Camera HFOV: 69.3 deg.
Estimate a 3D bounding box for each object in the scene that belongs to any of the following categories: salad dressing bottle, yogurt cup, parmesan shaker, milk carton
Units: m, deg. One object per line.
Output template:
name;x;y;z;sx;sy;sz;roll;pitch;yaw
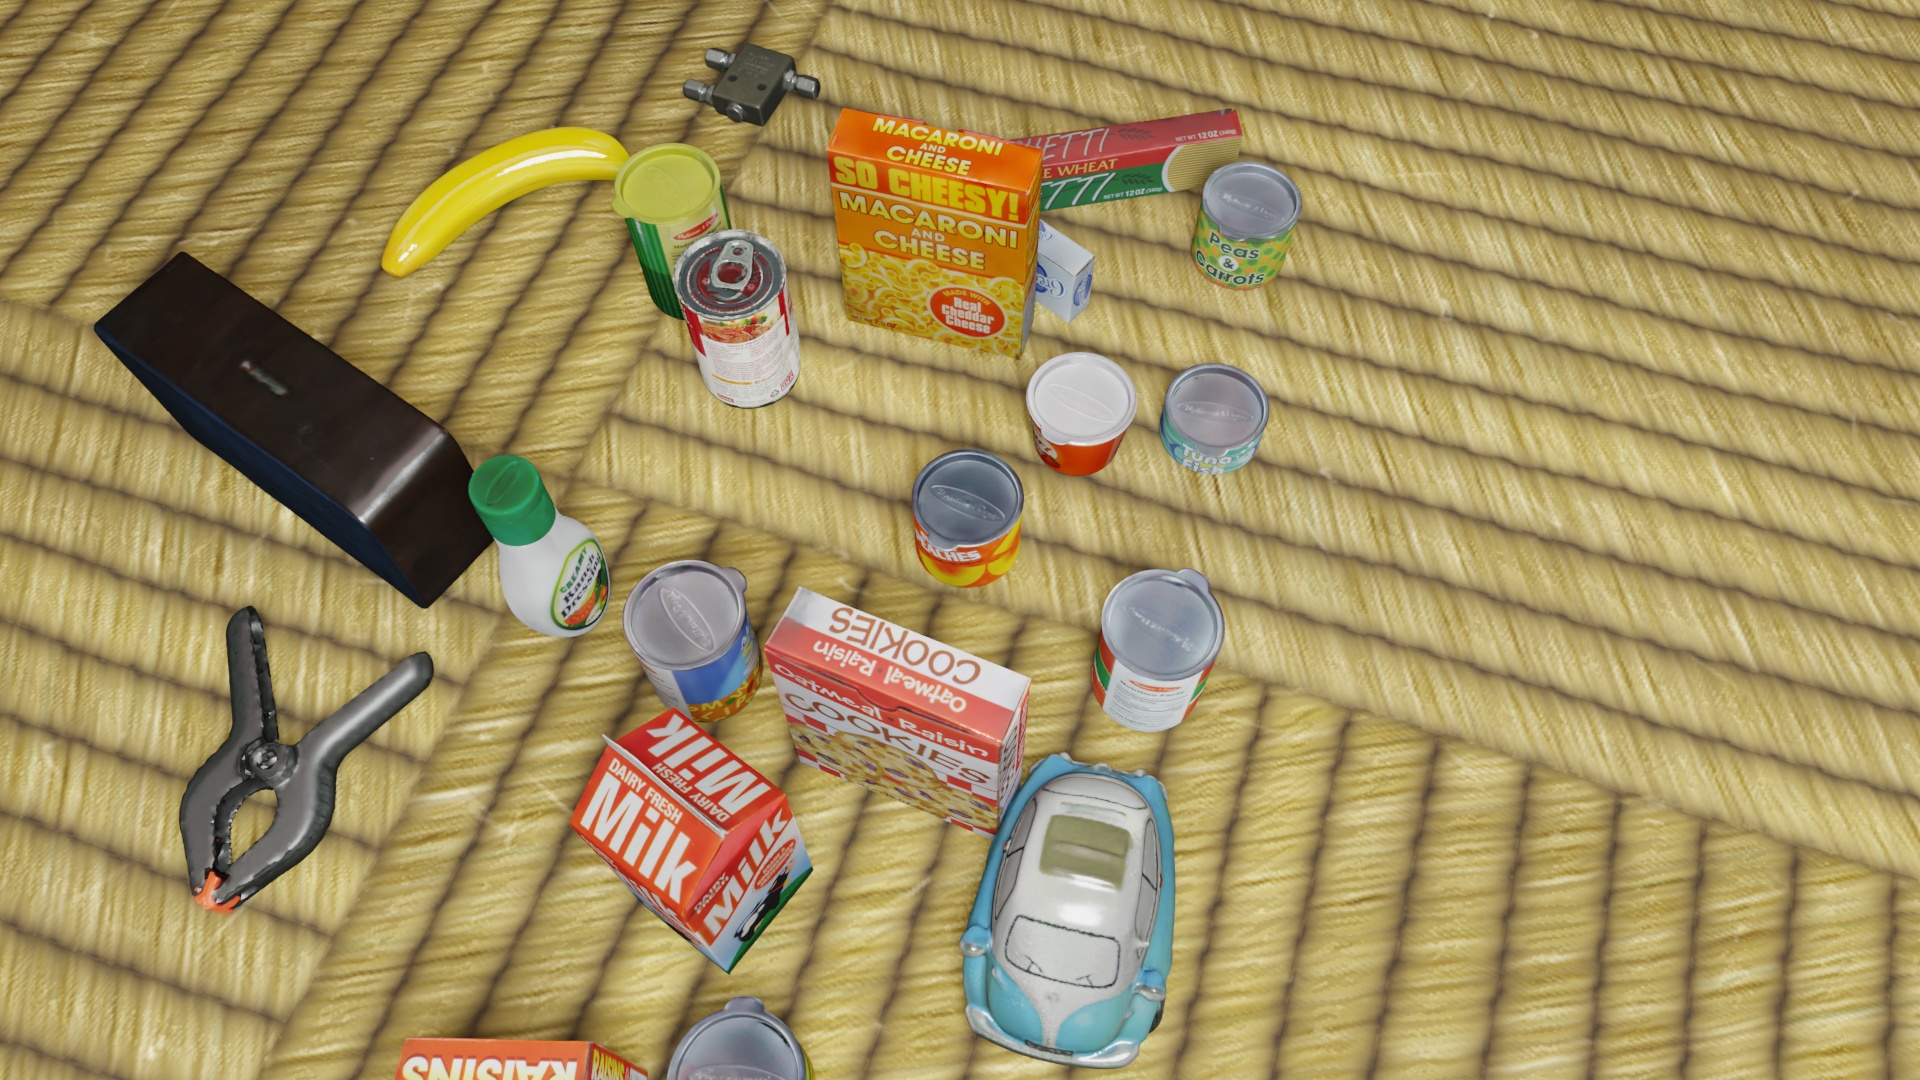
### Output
salad dressing bottle;-0.236;0.005;0.778;0.044;0.147;0.064;21;64;11
yogurt cup;0.075;-0.077;0.874;0.072;0.053;0.073;0;62;0
parmesan shaker;-0.185;-0.199;0.912;0.071;0.102;0.071;0;62;0
milk carton;-0.129;0.146;0.679;0.072;0.189;0.074;34;67;16

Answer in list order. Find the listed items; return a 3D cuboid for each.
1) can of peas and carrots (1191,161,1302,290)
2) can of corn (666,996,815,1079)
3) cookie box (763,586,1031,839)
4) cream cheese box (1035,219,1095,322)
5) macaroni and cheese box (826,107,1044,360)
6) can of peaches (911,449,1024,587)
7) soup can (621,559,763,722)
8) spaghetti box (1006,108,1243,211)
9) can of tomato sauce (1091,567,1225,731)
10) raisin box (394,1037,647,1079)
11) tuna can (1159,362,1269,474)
can of peas and carrots;0.192;-0.211;0.942;0.071;0.058;0.071;0;62;0
can of corn;-0.107;0.268;0.689;0.071;0.058;0.071;0;62;0
cookie box;-0.030;0.095;0.719;0.123;0.166;0.040;20;64;11
cream cheese box;0.043;-0.195;0.937;0.104;0.053;0.024;37;69;18
macaroni and cheese box;-0.014;-0.188;0.870;0.124;0.165;0.040;14;63;7
can of peaches;0.003;-0.010;0.836;0.071;0.057;0.071;0;62;0
soup can;-0.147;0.057;0.786;0.071;0.083;0.071;0;62;0
spaghetti box;0.072;-0.259;0.973;0.250;0.050;0.029;-10;63;-5
can of tomato sauce;0.110;0.062;0.784;0.071;0.082;0.071;0;62;0
raisin box;-0.204;0.263;0.655;0.086;0.123;0.040;2;62;1
tuna can;0.161;-0.075;0.885;0.071;0.032;0.071;0;62;0
